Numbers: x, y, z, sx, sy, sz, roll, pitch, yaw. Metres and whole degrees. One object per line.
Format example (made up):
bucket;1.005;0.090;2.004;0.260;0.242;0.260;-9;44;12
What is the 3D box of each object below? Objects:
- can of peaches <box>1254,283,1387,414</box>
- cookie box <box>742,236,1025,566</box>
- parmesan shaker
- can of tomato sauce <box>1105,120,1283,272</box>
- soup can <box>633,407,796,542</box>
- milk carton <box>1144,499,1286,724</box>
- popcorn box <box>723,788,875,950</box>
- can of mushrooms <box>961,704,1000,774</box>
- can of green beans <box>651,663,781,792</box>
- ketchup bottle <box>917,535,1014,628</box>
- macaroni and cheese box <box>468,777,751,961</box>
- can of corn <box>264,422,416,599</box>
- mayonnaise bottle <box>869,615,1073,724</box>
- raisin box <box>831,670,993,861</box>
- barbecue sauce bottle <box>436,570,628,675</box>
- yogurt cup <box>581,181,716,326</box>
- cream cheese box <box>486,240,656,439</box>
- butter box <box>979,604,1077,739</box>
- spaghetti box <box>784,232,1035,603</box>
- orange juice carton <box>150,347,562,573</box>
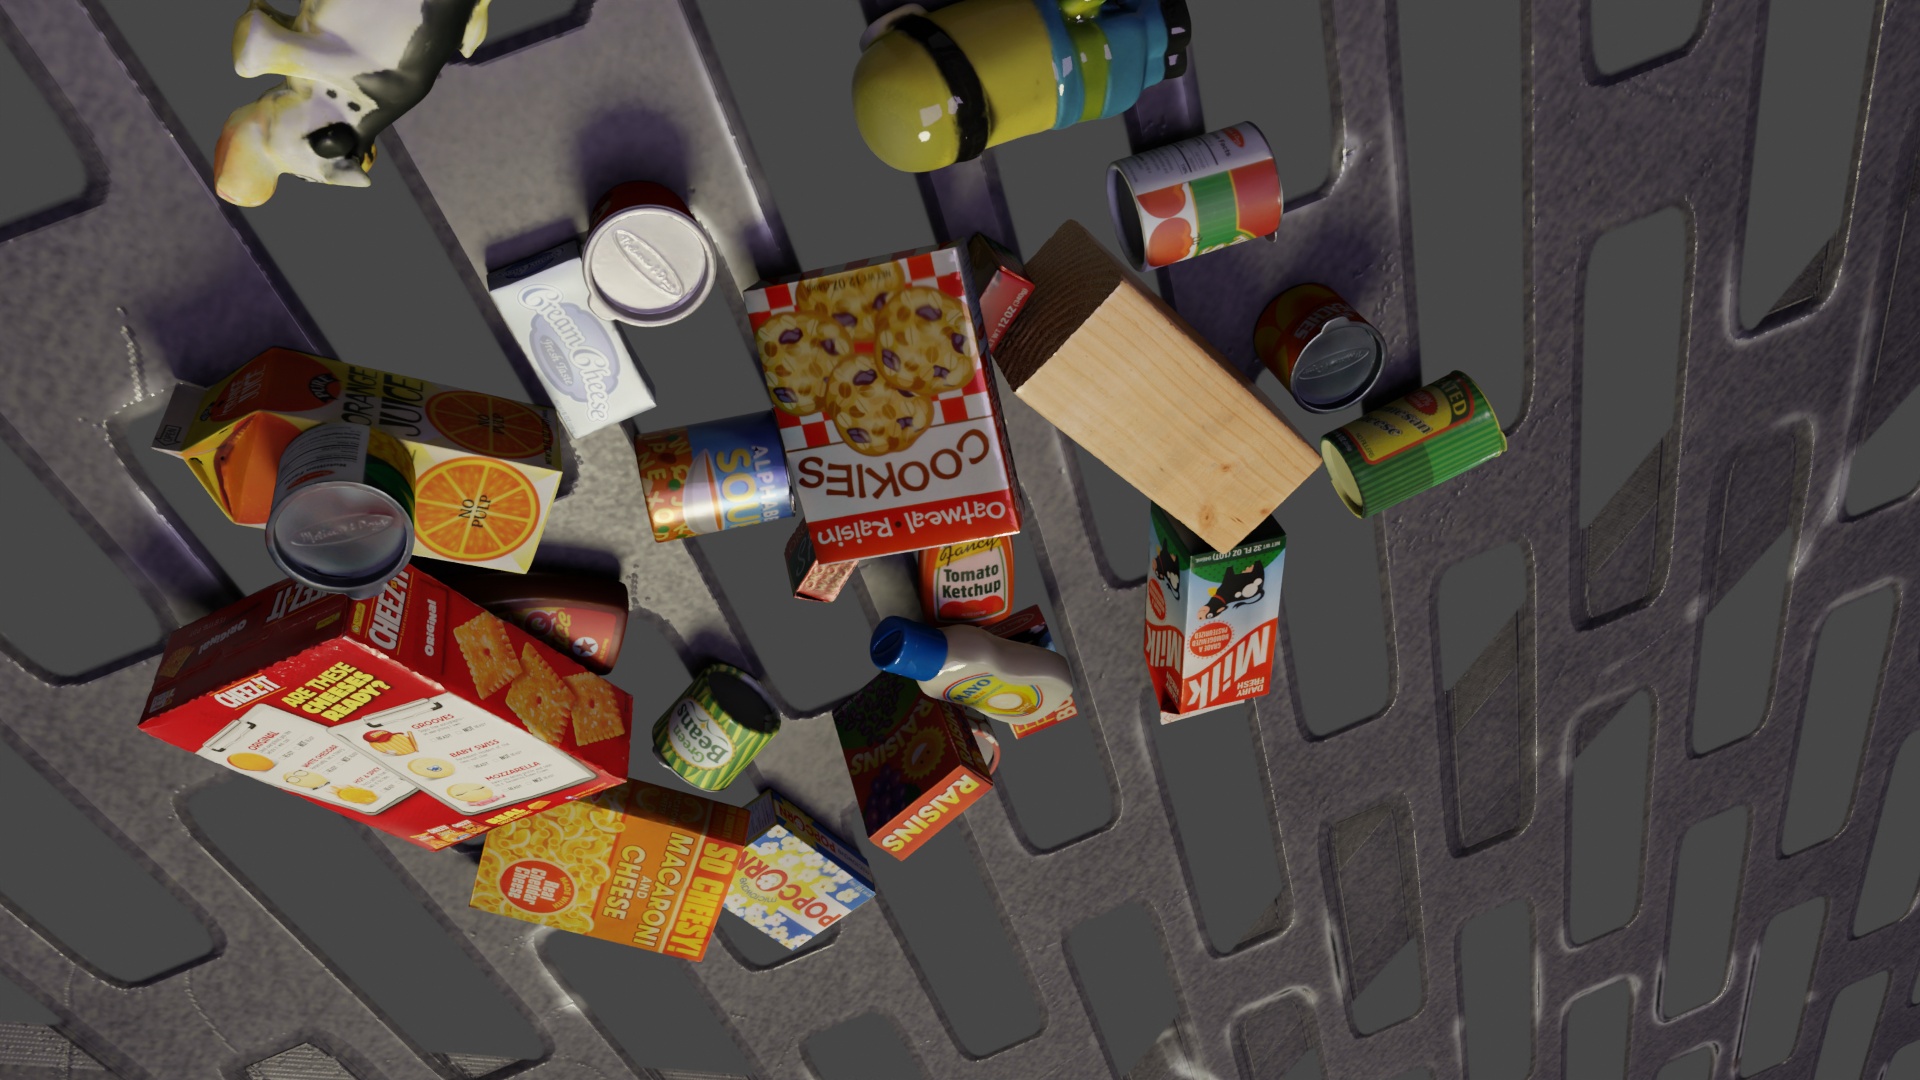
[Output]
can of peaches;0.230;-0.126;0.892;0.071;0.058;0.071;-9;127;-12
cookie box;-0.040;-0.076;0.790;0.123;0.040;0.166;-9;109;12
parmesan shaker;0.310;-0.064;0.956;0.103;0.071;0.071;-26;129;1
can of tomato sauce;0.134;-0.196;0.801;0.083;0.071;0.070;-18;129;-5
soup can;-0.144;-0.036;0.818;0.084;0.071;0.071;-12;128;-10
milk carton;0.179;0.056;0.998;0.072;0.074;0.189;-12;128;-10
popcorn box;-0.135;0.252;1.055;0.085;0.038;0.126;-35;129;10
can of mushrooms;-0.004;0.155;1.033;0.071;0.033;0.070;-9;127;-13
can of green beans;-0.163;0.125;0.934;0.071;0.071;0.057;31;110;-34
ketchup bottle;0.003;-0.011;0.906;0.065;0.044;0.148;-7;126;-9
macaroni and cheese box;-0.243;0.220;0.967;0.166;0.040;0.123;17;119;-11
can of corn;-0.305;-0.015;0.691;0.071;0.058;0.070;-10;127;-13
mayonnaise bottle;0.006;0.086;0.933;0.148;0.041;0.064;21;134;-39
raisin box;-0.035;0.144;0.956;0.086;0.124;0.040;-40;127;12
barbecue sauce bottle;-0.283;0.046;0.849;0.149;0.044;0.064;9;124;-24
yogurt cup;-0.166;-0.155;0.734;0.072;0.054;0.072;-10;128;-13
cream cheese box;-0.214;-0.110;0.770;0.053;0.024;0.103;-23;129;-3
butter box;0.048;0.097;1.014;0.053;0.024;0.103;-23;129;-1
spaghetti box;-0.037;-0.069;0.846;0.029;0.050;0.249;20;117;-29
orange juice carton;-0.321;-0.046;0.749;0.193;0.072;0.072;12;120;-27
